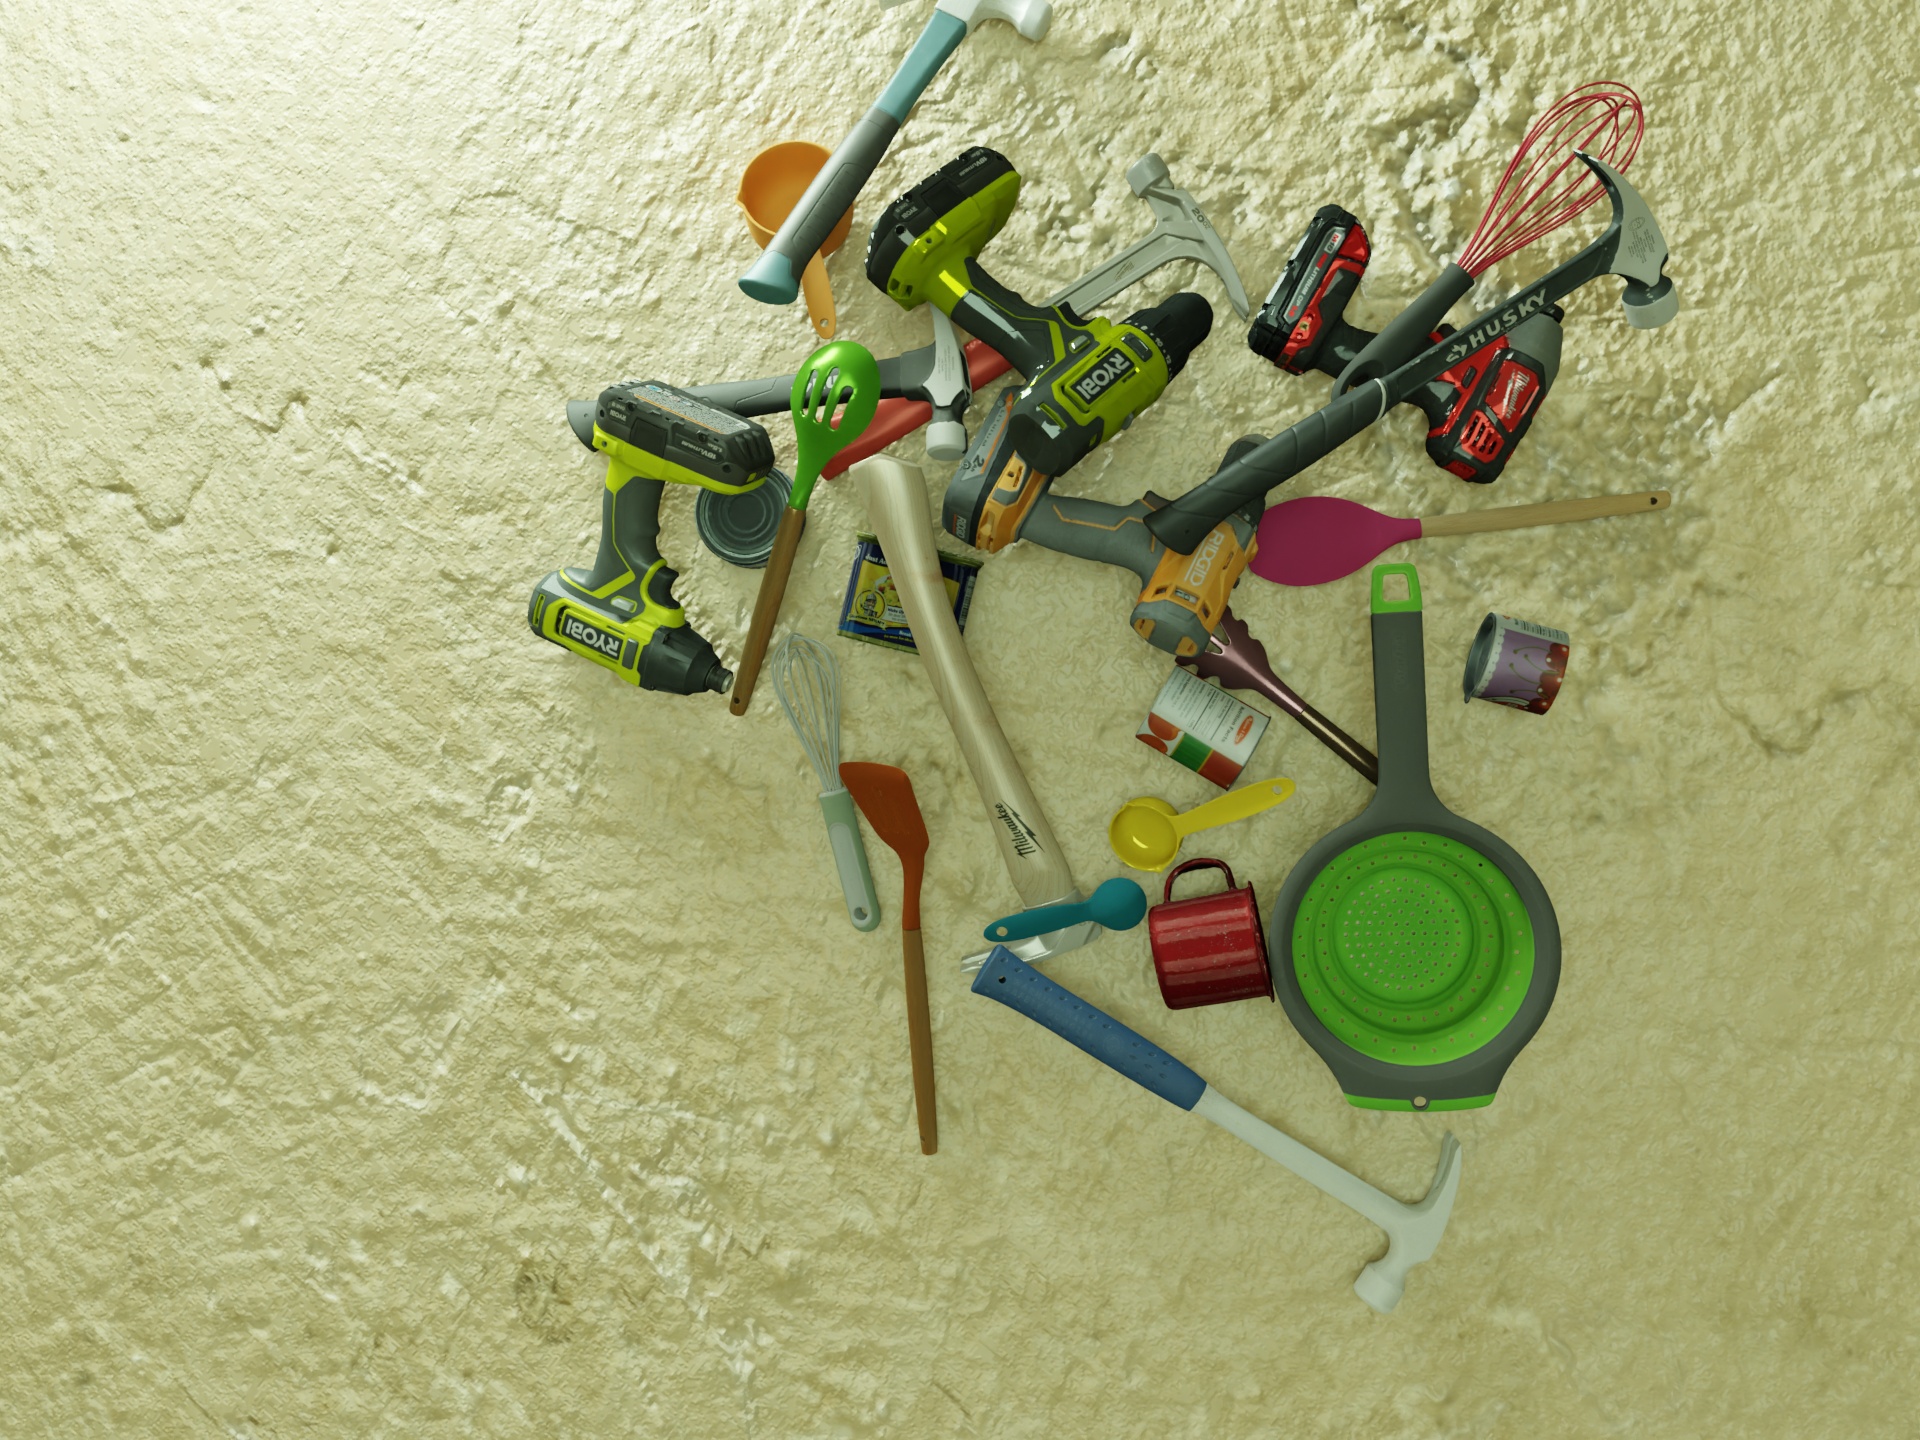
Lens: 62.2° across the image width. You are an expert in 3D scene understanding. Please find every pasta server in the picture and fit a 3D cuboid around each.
[{"bbox_3d":[0.284,0.009,1.232,0.316,0.040,0.060,39,94,1],"label":"pasta server"}]

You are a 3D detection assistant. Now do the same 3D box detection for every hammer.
[{"bbox_3d":[-0.064,-0.452,1.222,0.128,0.033,0.331,30,77,8],"label":"hammer"},{"bbox_3d":[0.310,-0.241,1.125,0.409,0.036,0.149,-32,127,6],"label":"hammer"},{"bbox_3d":[-0.002,-0.004,1.216,0.146,0.038,0.410,-21,100,6],"label":"hammer"},{"bbox_3d":[0.042,-0.288,1.252,0.359,0.036,0.149,-32,87,5],"label":"hammer"},{"bbox_3d":[0.194,0.289,1.219,0.405,0.035,0.144,32,93,0],"label":"hammer"},{"bbox_3d":[-0.156,-0.260,1.252,0.335,0.035,0.146,-5,77,15],"label":"hammer"}]

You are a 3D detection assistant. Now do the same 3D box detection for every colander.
[{"bbox_3d":[0.330,0.084,1.188,0.204,0.094,0.397,-3,90,10],"label":"colander"}]

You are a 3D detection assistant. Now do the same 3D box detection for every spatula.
[{"bbox_3d":[-0.044,0.188,1.245,0.081,0.041,0.322,3,101,46],"label":"spatula"}]

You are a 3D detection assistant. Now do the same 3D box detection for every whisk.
[{"bbox_3d":[-0.103,0.050,1.264,0.058,0.059,0.246,-13,93,18],"label":"whisk"},{"bbox_3d":[0.373,-0.334,1.136,0.073,0.073,0.296,44,99,4],"label":"whisk"}]

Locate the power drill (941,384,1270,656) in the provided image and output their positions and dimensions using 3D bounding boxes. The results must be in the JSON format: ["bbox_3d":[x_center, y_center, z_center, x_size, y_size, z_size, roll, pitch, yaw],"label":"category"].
[{"bbox_3d":[0.122,-0.173,1.213,0.226,0.084,0.185,26,73,6],"label":"power drill"}]

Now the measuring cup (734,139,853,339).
[{"bbox_3d":[-0.119,-0.365,1.244,0.095,0.052,0.174,-12,76,-2],"label":"measuring cup"}]

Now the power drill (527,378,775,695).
[{"bbox_3d":[-0.232,-0.135,1.235,0.171,0.080,0.223,25,114,9],"label":"power drill"}]

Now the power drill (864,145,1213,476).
[{"bbox_3d":[0.061,-0.311,1.178,0.228,0.080,0.190,45,67,6],"label":"power drill"}]

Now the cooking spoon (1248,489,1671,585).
[{"bbox_3d":[0.380,-0.150,1.223,0.319,0.017,0.069,-6,90,7],"label":"cooking spoon"}]

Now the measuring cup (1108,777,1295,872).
[{"bbox_3d":[0.186,0.070,1.213,0.156,0.029,0.062,-23,100,28],"label":"measuring cup"}]

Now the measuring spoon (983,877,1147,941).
[{"bbox_3d":[0.080,0.152,1.213,0.128,0.021,0.042,-14,101,6],"label":"measuring spoon"}]

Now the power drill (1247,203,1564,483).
[{"bbox_3d":[0.341,-0.289,1.200,0.219,0.078,0.143,30,93,3],"label":"power drill"}]

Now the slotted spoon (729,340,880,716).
[{"bbox_3d":[-0.132,-0.141,1.227,0.070,0.031,0.313,27,114,15],"label":"slotted spoon"}]
